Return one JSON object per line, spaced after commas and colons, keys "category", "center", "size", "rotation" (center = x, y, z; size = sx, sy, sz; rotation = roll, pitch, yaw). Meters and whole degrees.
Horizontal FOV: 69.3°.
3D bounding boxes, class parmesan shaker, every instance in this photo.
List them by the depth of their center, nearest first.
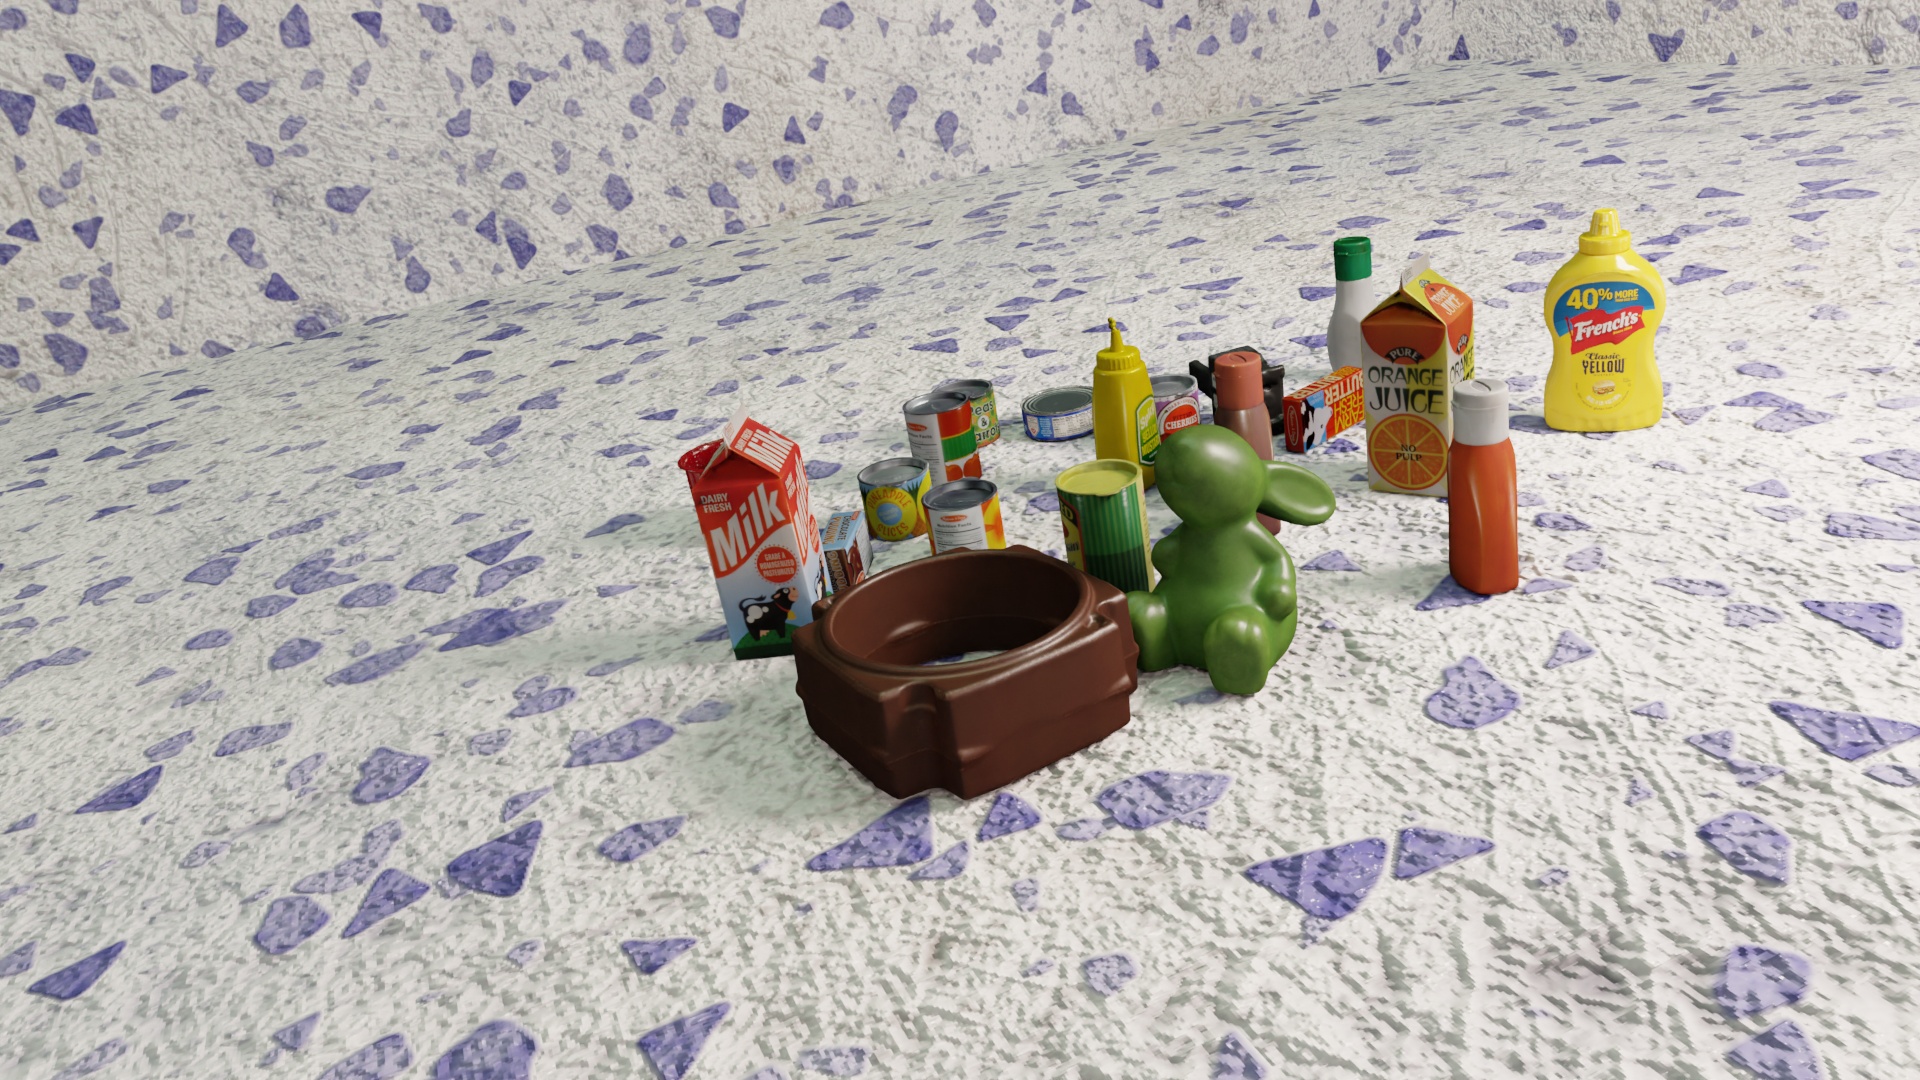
{"category": "parmesan shaker", "center": [0.112, -0.002, 1.062], "size": [0.071, 0.102, 0.071], "rotation": [-9, 23, 4]}

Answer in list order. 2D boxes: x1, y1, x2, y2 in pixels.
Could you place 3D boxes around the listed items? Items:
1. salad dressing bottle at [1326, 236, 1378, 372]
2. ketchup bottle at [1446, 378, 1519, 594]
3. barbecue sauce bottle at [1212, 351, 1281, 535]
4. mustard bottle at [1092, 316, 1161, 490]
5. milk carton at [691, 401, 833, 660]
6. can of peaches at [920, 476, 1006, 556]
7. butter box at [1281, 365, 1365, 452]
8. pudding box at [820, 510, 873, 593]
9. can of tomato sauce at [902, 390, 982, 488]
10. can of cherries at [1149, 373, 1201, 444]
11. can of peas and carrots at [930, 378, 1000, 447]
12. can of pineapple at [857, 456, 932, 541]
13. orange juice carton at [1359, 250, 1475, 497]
{"category": "salad dressing bottle", "center": [0.405, -0.235, 1.420], "size": [0.044, 0.147, 0.064], "rotation": [-28, 29, -36]}
{"category": "ketchup bottle", "center": [0.370, -0.039, 0.986], "size": [0.043, 0.148, 0.065], "rotation": [-10, 23, 1]}
{"category": "barbecue sauce bottle", "center": [0.231, -0.078, 1.131], "size": [0.044, 0.148, 0.065], "rotation": [-13, 23, -7]}
{"category": "mustard bottle", "center": [0.147, -0.123, 1.254], "size": [0.049, 0.159, 0.065], "rotation": [5, 27, 32]}
{"category": "milk carton", "center": [-0.154, -0.008, 1.077], "size": [0.073, 0.189, 0.072], "rotation": [-7, 23, 8]}
{"category": "can of peaches", "center": [0.004, -0.015, 1.194], "size": [0.071, 0.057, 0.071], "rotation": [-9, 23, 4]}
{"category": "butter box", "center": [0.345, -0.125, 1.311], "size": [0.104, 0.053, 0.024], "rotation": [-27, 28, -33]}
{"category": "pudding box", "center": [-0.099, 0.012, 1.184], "size": [0.030, 0.049, 0.084], "rotation": [-6, 24, 10]}
{"category": "can of tomato sauce", "center": [-0.015, -0.098, 1.360], "size": [0.071, 0.082, 0.071], "rotation": [-9, 23, 4]}
{"category": "can of cherries", "center": [0.203, -0.125, 1.365], "size": [0.071, 0.058, 0.072], "rotation": [-9, 23, 4]}
{"category": "can of peas and carrots", "center": [0.007, -0.132, 1.459], "size": [0.071, 0.058, 0.071], "rotation": [-9, 23, 4]}
{"category": "can of pineapple", "center": [-0.058, -0.037, 1.271], "size": [0.071, 0.057, 0.071], "rotation": [-9, 23, 4]}
{"category": "orange juice carton", "center": [0.381, -0.139, 1.153], "size": [0.073, 0.191, 0.072], "rotation": [8, 29, 36]}
